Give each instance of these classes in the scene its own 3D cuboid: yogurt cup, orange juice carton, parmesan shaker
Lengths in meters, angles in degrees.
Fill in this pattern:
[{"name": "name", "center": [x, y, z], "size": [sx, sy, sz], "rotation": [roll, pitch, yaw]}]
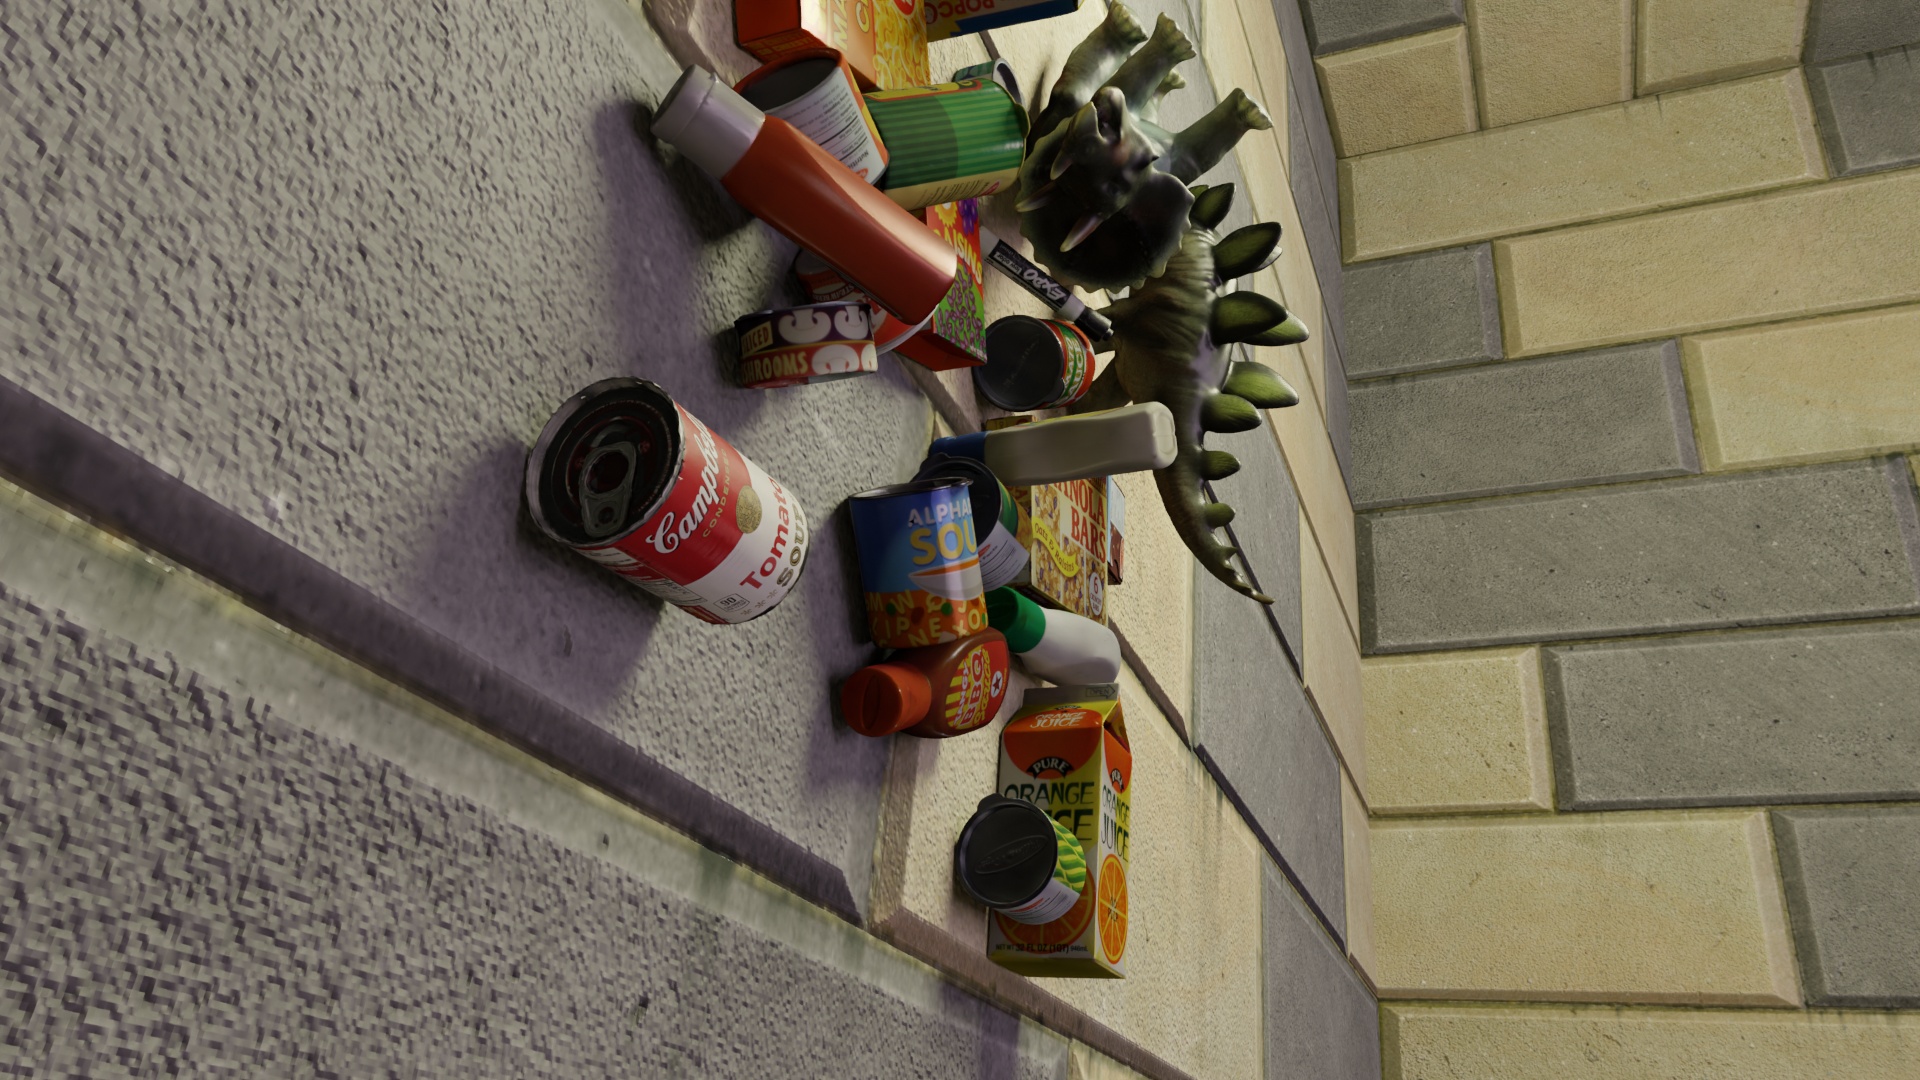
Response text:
[{"name": "yogurt cup", "center": [-0.051, -0.137, 0.738], "size": [0.053, 0.072, 0.073], "rotation": [57, 33, -34]}, {"name": "orange juice carton", "center": [0.070, 0.187, 0.926], "size": [0.073, 0.072, 0.193], "rotation": [48, 41, -56]}, {"name": "parmesan shaker", "center": [-0.021, -0.219, 0.771], "size": [0.103, 0.071, 0.071], "rotation": [-22, 106, -38]}]

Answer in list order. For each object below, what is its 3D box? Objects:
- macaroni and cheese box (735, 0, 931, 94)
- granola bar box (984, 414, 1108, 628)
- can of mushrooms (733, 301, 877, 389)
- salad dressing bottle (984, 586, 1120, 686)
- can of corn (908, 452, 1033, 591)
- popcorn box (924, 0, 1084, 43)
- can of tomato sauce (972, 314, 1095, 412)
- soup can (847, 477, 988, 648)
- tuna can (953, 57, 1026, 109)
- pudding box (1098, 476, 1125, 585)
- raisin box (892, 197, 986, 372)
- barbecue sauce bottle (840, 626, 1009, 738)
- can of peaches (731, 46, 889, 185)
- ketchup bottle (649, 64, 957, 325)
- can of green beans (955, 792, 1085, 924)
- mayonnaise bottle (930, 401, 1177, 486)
[{"name": "macaroni and cheese box", "center": [-0.068, -0.308, 0.774], "size": [0.166, 0.040, 0.123], "rotation": [6, 77, -67]}, {"name": "granola bar box", "center": [0.064, -0.006, 1.010], "size": [0.165, 0.039, 0.124], "rotation": [34, 54, -62]}, {"name": "can of mushrooms", "center": [-0.075, -0.093, 0.663], "size": [0.071, 0.071, 0.033], "rotation": [-16, 100, -68]}, {"name": "salad dressing bottle", "center": [0.060, 0.069, 0.957], "size": [0.147, 0.064, 0.044], "rotation": [31, 50, -54]}, {"name": "can of corn", "center": [0.003, -0.010, 0.830], "size": [0.058, 0.071, 0.071], "rotation": [45, 44, -58]}, {"name": "popcorn box", "center": [0.021, -0.357, 0.890], "size": [0.085, 0.126, 0.038], "rotation": [-67, 147, -50]}, {"name": "can of tomato sauce", "center": [0.055, -0.124, 0.982], "size": [0.083, 0.071, 0.071], "rotation": [-17, 99, -68]}, {"name": "soup can", "center": [-0.020, 0.011, 0.758], "size": [0.071, 0.071, 0.083], "rotation": [-24, 106, -67]}, {"name": "tuna can", "center": [0.022, -0.312, 1.004], "size": [0.071, 0.033, 0.071], "rotation": [-7, 91, -68]}, {"name": "pudding box", "center": [0.115, -0.010, 1.147], "size": [0.049, 0.030, 0.084], "rotation": [48, 41, -57]}, {"name": "raisin box", "center": [-0.019, -0.174, 0.857], "size": [0.086, 0.040, 0.123], "rotation": [16, 69, -65]}, {"name": "barbecue sauce bottle", "center": [-0.018, 0.082, 0.777], "size": [0.149, 0.044, 0.064], "rotation": [-1, 101, -67]}, {"name": "can of peaches", "center": [-0.078, -0.204, 0.691], "size": [0.071, 0.071, 0.057], "rotation": [-75, 149, -42]}, {"name": "ketchup bottle", "center": [-0.070, -0.160, 0.642], "size": [0.148, 0.043, 0.065], "rotation": [33, 17, -25]}, {"name": "can of green beans", "center": [0.038, 0.198, 0.853], "size": [0.057, 0.071, 0.071], "rotation": [47, 42, -56]}, {"name": "mayonnaise bottle", "center": [0.055, -0.056, 0.858], "size": [0.065, 0.148, 0.041], "rotation": [-12, 95, -68]}]
